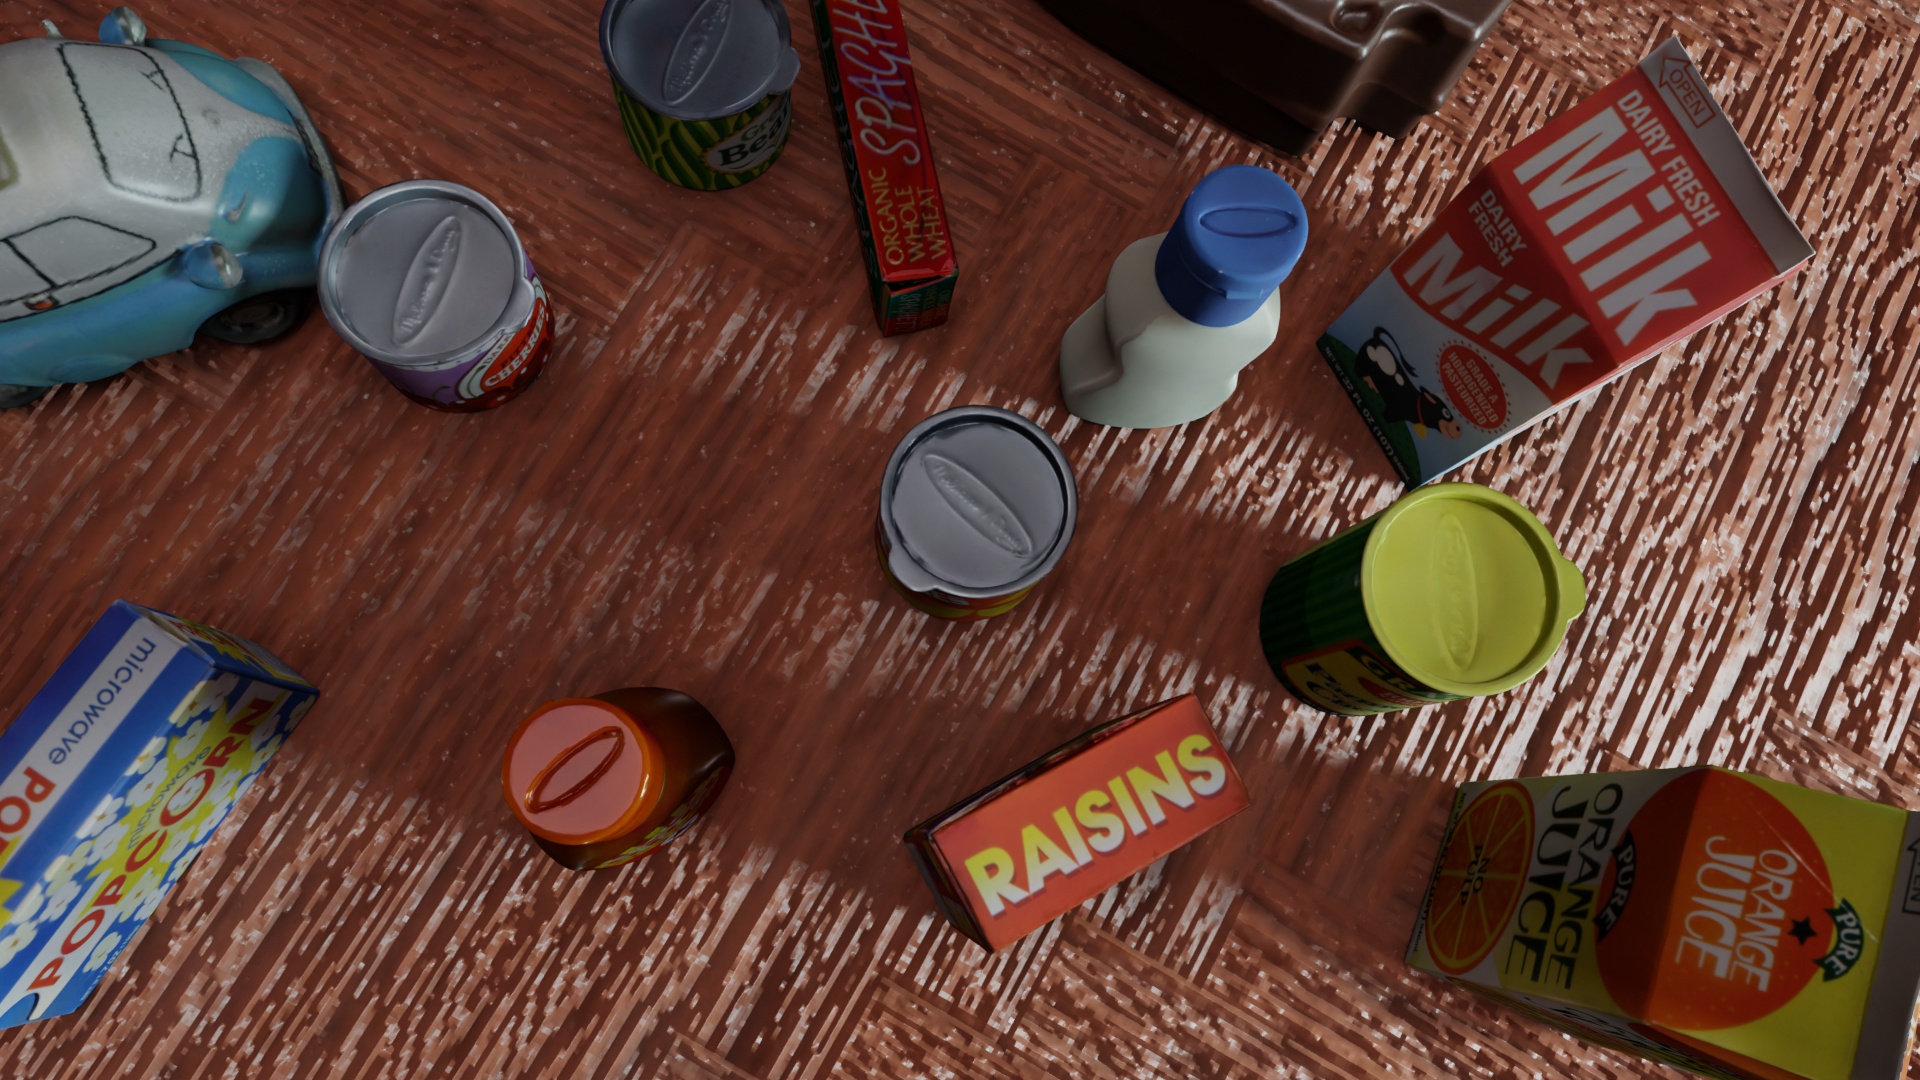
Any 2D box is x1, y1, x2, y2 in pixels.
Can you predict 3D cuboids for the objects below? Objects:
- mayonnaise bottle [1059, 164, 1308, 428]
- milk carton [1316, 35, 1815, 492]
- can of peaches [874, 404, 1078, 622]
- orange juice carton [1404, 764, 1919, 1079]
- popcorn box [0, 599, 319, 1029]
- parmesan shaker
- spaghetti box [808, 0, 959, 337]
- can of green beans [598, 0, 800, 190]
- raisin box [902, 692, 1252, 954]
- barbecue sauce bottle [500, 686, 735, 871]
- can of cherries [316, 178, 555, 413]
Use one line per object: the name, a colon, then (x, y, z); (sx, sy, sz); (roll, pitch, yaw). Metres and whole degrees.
mayonnaise bottle: (0.074, -0.075, 0.461); (0.065, 0.147, 0.041); (-1, 79, -6)
milk carton: (0.195, -0.084, 0.453); (0.073, 0.190, 0.072); (-27, 82, -10)
can of peaches: (0.002, -0.006, 0.485); (0.071, 0.058, 0.071); (1, 78, -6)
orange juice carton: (0.212, 0.115, 0.411); (0.073, 0.192, 0.072); (23, 77, -1)
popcorn box: (-0.264, 0.084, 0.424); (0.038, 0.085, 0.127); (33, 77, 2)
parmesan shaker: (0.151, 0.024, 0.470); (0.071, 0.103, 0.071); (1, 78, -5)
spaghetti box: (-0.041, -0.202, 0.527); (0.029, 0.050, 0.250); (-11, 79, -8)
can of green beans: (-0.095, -0.171, 0.511); (0.071, 0.057, 0.071); (1, 78, -6)
raisin box: (0.030, 0.087, 0.434); (0.086, 0.123, 0.040); (-26, 82, -10)
barbecue sauce bottle: (-0.102, 0.070, 0.411); (0.065, 0.148, 0.044); (-39, 85, -12)
can of cherries: (-0.177, -0.081, 0.483); (0.071, 0.058, 0.071); (1, 78, -6)
